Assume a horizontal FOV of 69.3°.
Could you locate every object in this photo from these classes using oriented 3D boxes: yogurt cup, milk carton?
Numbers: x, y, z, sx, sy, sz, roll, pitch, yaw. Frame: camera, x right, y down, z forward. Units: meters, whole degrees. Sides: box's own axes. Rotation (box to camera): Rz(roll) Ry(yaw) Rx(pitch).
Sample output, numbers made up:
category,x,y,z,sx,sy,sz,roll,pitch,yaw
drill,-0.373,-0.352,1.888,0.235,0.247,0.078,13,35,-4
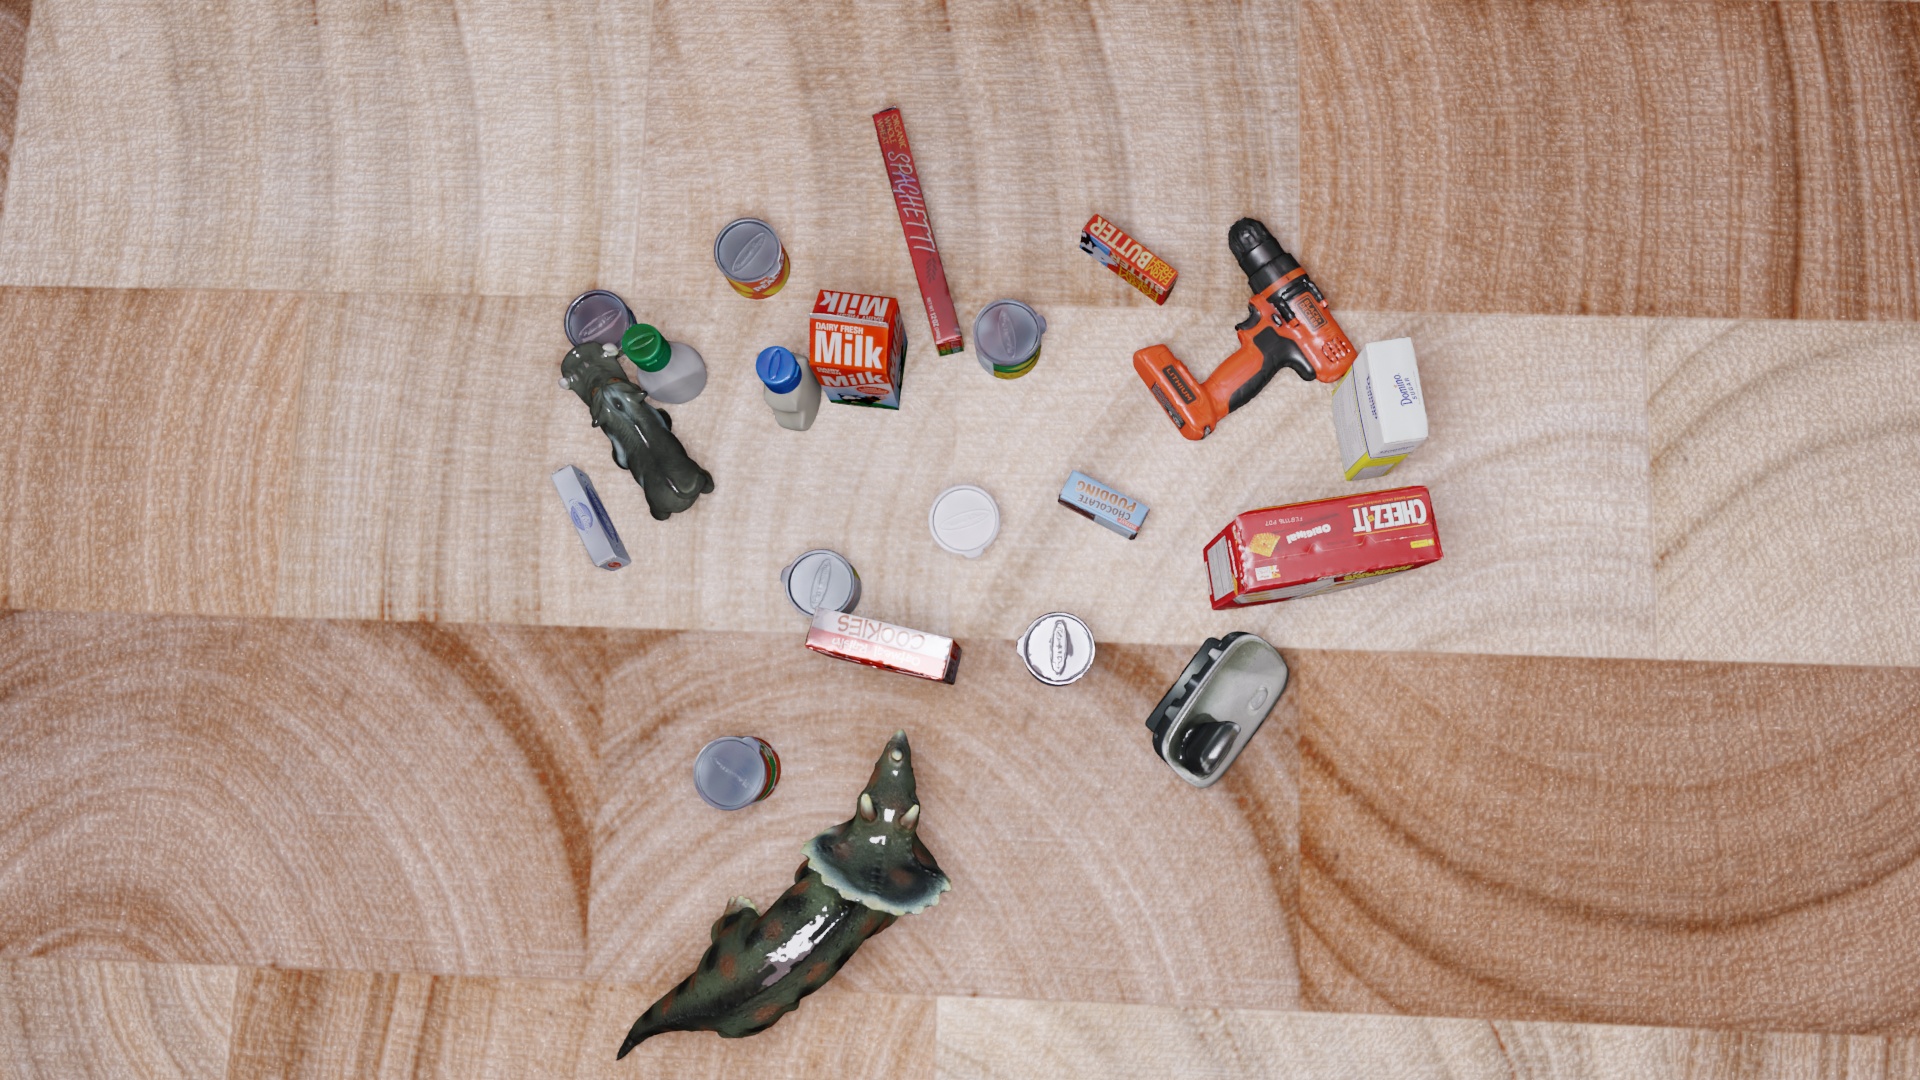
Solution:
category,x,y,z,sx,sy,sz,roll,pitch,yaw
yogurt cup,0.005,-0.017,1.327,0.072,0.054,0.072,0,82,2
milk carton,-0.094,-0.179,1.286,0.072,0.190,0.073,7,83,4

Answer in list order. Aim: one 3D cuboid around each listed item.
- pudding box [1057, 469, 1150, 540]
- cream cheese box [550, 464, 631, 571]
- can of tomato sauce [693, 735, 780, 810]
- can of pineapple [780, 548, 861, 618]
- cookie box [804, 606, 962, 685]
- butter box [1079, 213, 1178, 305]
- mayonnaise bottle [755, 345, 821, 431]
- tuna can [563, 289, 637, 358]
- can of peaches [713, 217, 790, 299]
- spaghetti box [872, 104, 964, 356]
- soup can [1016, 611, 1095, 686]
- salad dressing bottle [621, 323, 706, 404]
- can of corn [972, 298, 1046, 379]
category,x,y,z,sx,sy,sz,roll,pitch,yaw
pudding box,0.136,-0.033,1.326,0.084,0.049,0.030,27,84,6
cream cheese box,-0.357,-0.021,1.343,0.024,0.053,0.104,-28,82,-1
can of tomato sauce,-0.205,0.213,1.288,0.071,0.083,0.071,0,82,3
can of pineapple,-0.131,0.043,1.322,0.071,0.058,0.071,0,82,2
cookie box,-0.066,0.098,1.256,0.123,0.167,0.040,13,83,4
butter box,0.165,-0.274,1.359,0.103,0.053,0.024,37,85,7
mayonnaise bottle,-0.162,-0.147,1.306,0.041,0.148,0.065,11,83,4
tuna can,-0.356,-0.211,1.382,0.071,0.033,0.071,0,82,2
can of peaches,-0.203,-0.276,1.372,0.071,0.058,0.071,0,82,2
spaghetti box,-0.042,-0.306,1.374,0.029,0.050,0.250,-15,81,0
soup can,0.088,0.102,1.291,0.071,0.083,0.071,0,82,3
salad dressing bottle,-0.282,-0.168,1.314,0.064,0.147,0.044,-25,82,-1
can of corn,0.048,-0.195,1.350,0.071,0.058,0.071,0,82,2
